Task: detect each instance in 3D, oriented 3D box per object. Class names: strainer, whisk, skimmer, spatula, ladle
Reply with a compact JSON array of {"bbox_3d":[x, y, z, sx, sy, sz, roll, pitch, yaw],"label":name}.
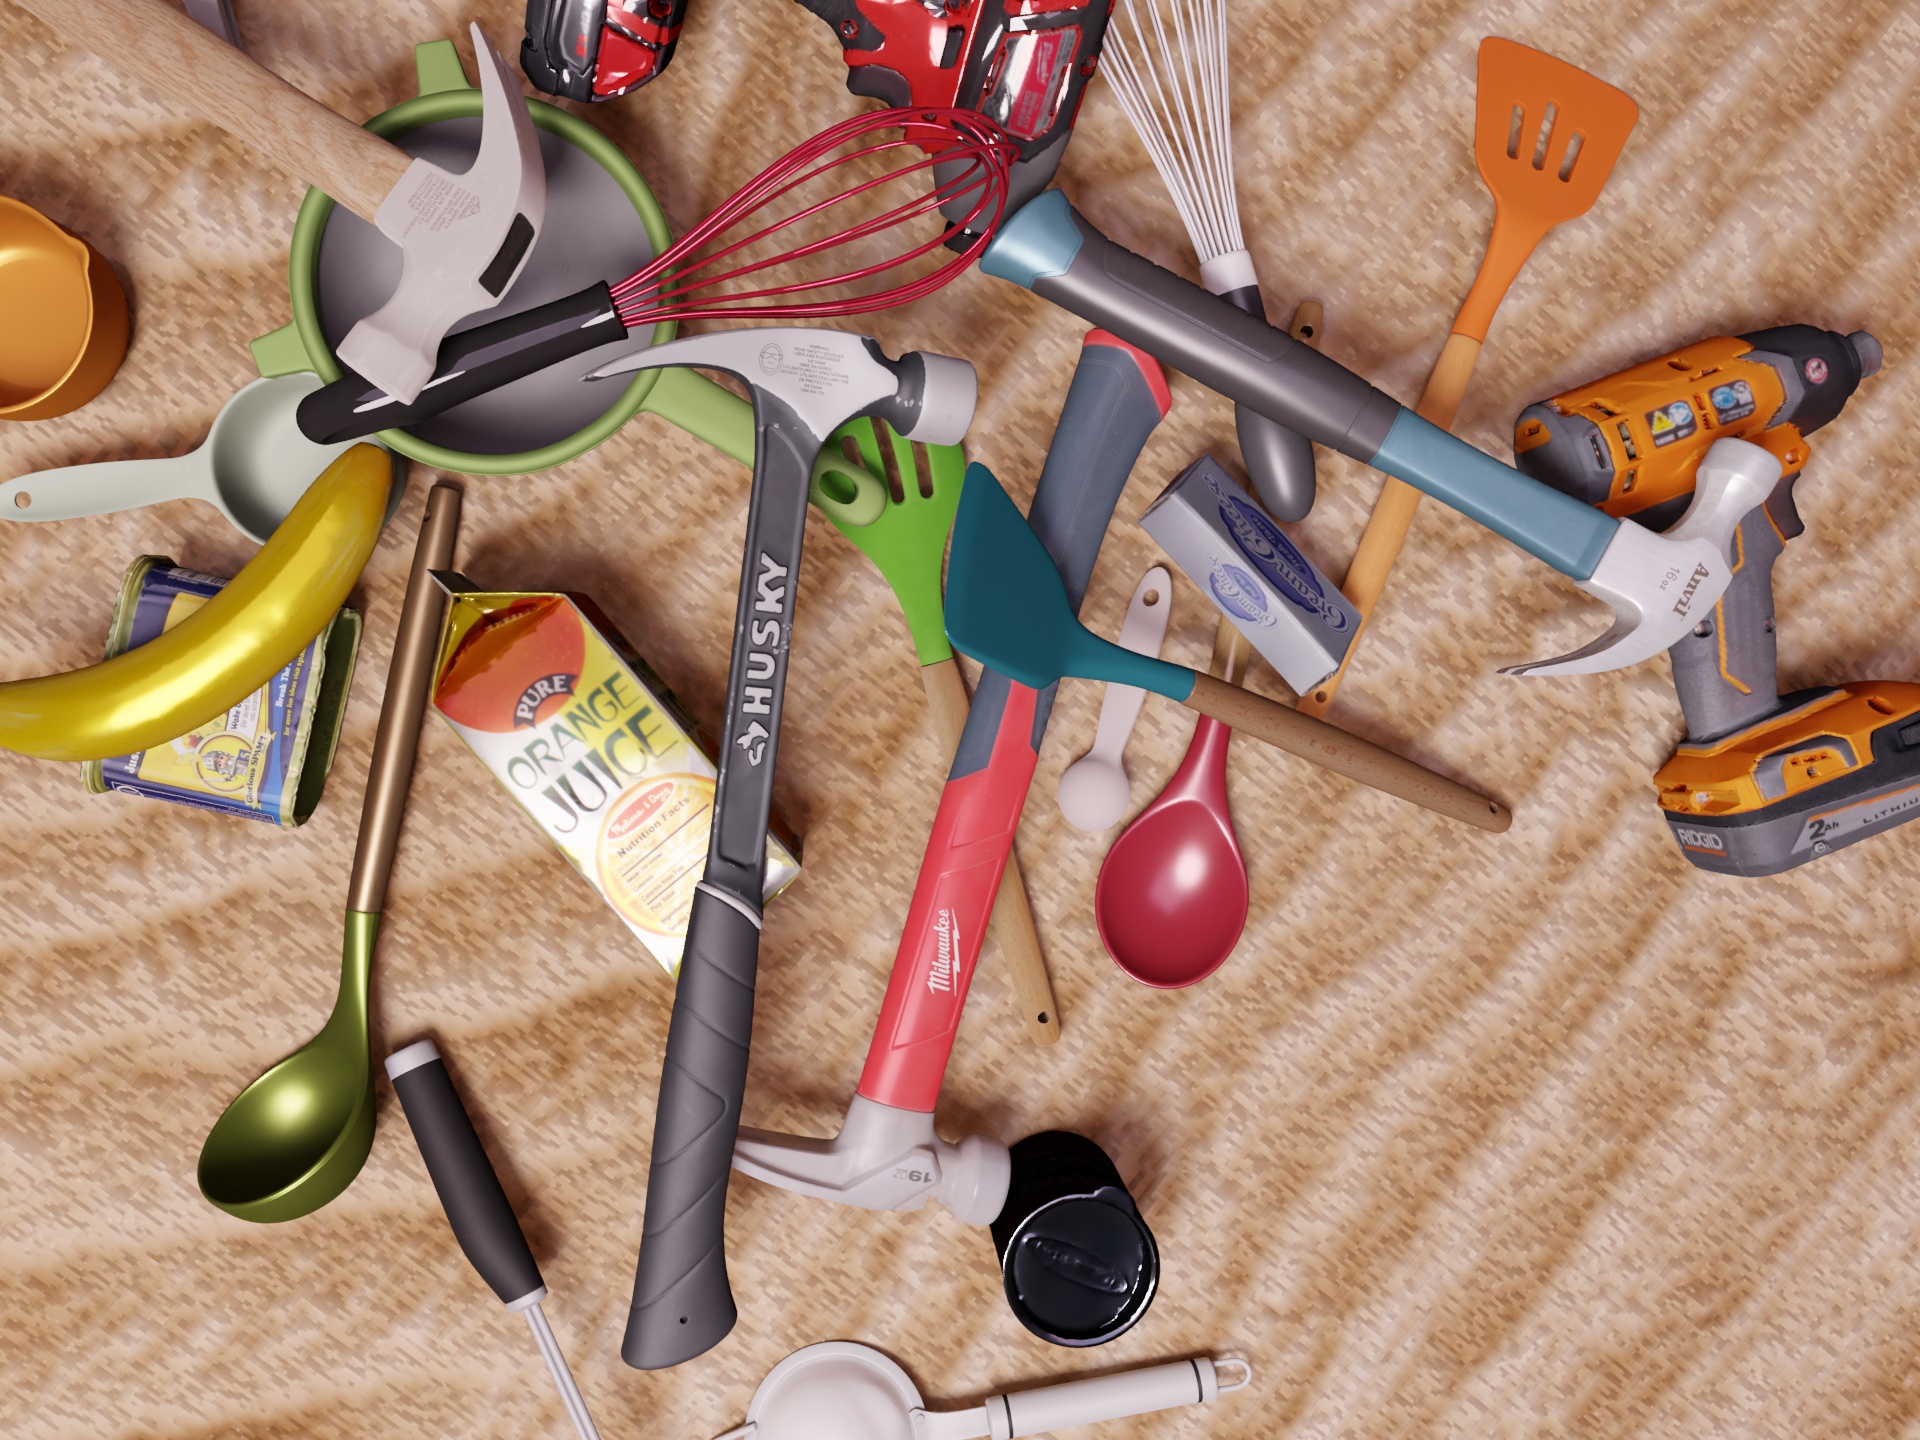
[{"bbox_3d":[0.010,0.320,0.729,0.258,0.050,0.087,-7,80,-8],"label":"strainer"},{"bbox_3d":[-0.114,-0.164,0.611,0.296,0.073,0.073,-21,96,-1],"label":"whisk"},{"bbox_3d":[-0.144,0.298,0.708,0.127,0.090,0.363,-32,83,40],"label":"skimmer"},{"bbox_3d":[0.217,-0.149,0.722,0.081,0.041,0.322,21,96,-6],"label":"spatula"},{"bbox_3d":[-0.147,-0.151,0.671,0.256,0.069,0.151,29,90,-12],"label":"strainer"},{"bbox_3d":[0.123,-0.008,0.674,0.317,0.044,0.082,21,60,-23],"label":"spatula"},{"bbox_3d":[0.107,-0.223,0.684,0.070,0.070,0.284,-17,95,-3],"label":"whisk"},{"bbox_3d":[0.122,-0.035,0.719,0.069,0.031,0.315,13,91,1],"label":"ladle"},{"bbox_3d":[-0.261,0.054,0.679,0.078,0.062,0.320,10,89,38],"label":"ladle"}]

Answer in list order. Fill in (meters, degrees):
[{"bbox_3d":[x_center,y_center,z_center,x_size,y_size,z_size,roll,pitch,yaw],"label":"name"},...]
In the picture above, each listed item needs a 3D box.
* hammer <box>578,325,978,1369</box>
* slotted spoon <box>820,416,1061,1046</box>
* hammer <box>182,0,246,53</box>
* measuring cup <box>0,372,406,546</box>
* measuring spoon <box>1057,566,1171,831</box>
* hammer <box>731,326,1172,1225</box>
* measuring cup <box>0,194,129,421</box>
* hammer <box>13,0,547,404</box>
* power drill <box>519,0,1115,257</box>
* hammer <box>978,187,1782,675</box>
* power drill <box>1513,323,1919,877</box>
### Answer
[{"bbox_3d":[-0.091,0.051,0.614,0.149,0.036,0.409,6,95,-24],"label":"hammer"},{"bbox_3d":[-0.001,-0.002,0.711,0.070,0.031,0.313,-17,97,-8],"label":"slotted spoon"},{"bbox_3d":[-0.131,-0.376,0.669,0.410,0.038,0.146,-14,96,-4],"label":"hammer"},{"bbox_3d":[-0.318,-0.101,0.672,0.167,0.038,0.083,-8,95,-2],"label":"measuring cup"},{"bbox_3d":[0.070,-0.011,0.715,0.034,0.018,0.124,16,89,29],"label":"measuring spoon"},{"bbox_3d":[0.000,0.016,0.680,0.143,0.038,0.386,16,90,-15],"label":"hammer"},{"bbox_3d":[-0.411,-0.203,0.650,0.095,0.052,0.173,-29,94,-2],"label":"measuring cup"},{"bbox_3d":[-0.296,-0.255,0.612,0.331,0.031,0.130,34,85,14],"label":"hammer"},{"bbox_3d":[-0.055,-0.278,0.639,0.219,0.079,0.143,13,123,-10],"label":"power drill"},{"bbox_3d":[0.162,-0.125,0.653,0.331,0.033,0.128,28,92,-2],"label":"hammer"},{"bbox_3d":[0.363,-0.062,0.712,0.164,0.084,0.226,-21,91,-3],"label":"power drill"}]
